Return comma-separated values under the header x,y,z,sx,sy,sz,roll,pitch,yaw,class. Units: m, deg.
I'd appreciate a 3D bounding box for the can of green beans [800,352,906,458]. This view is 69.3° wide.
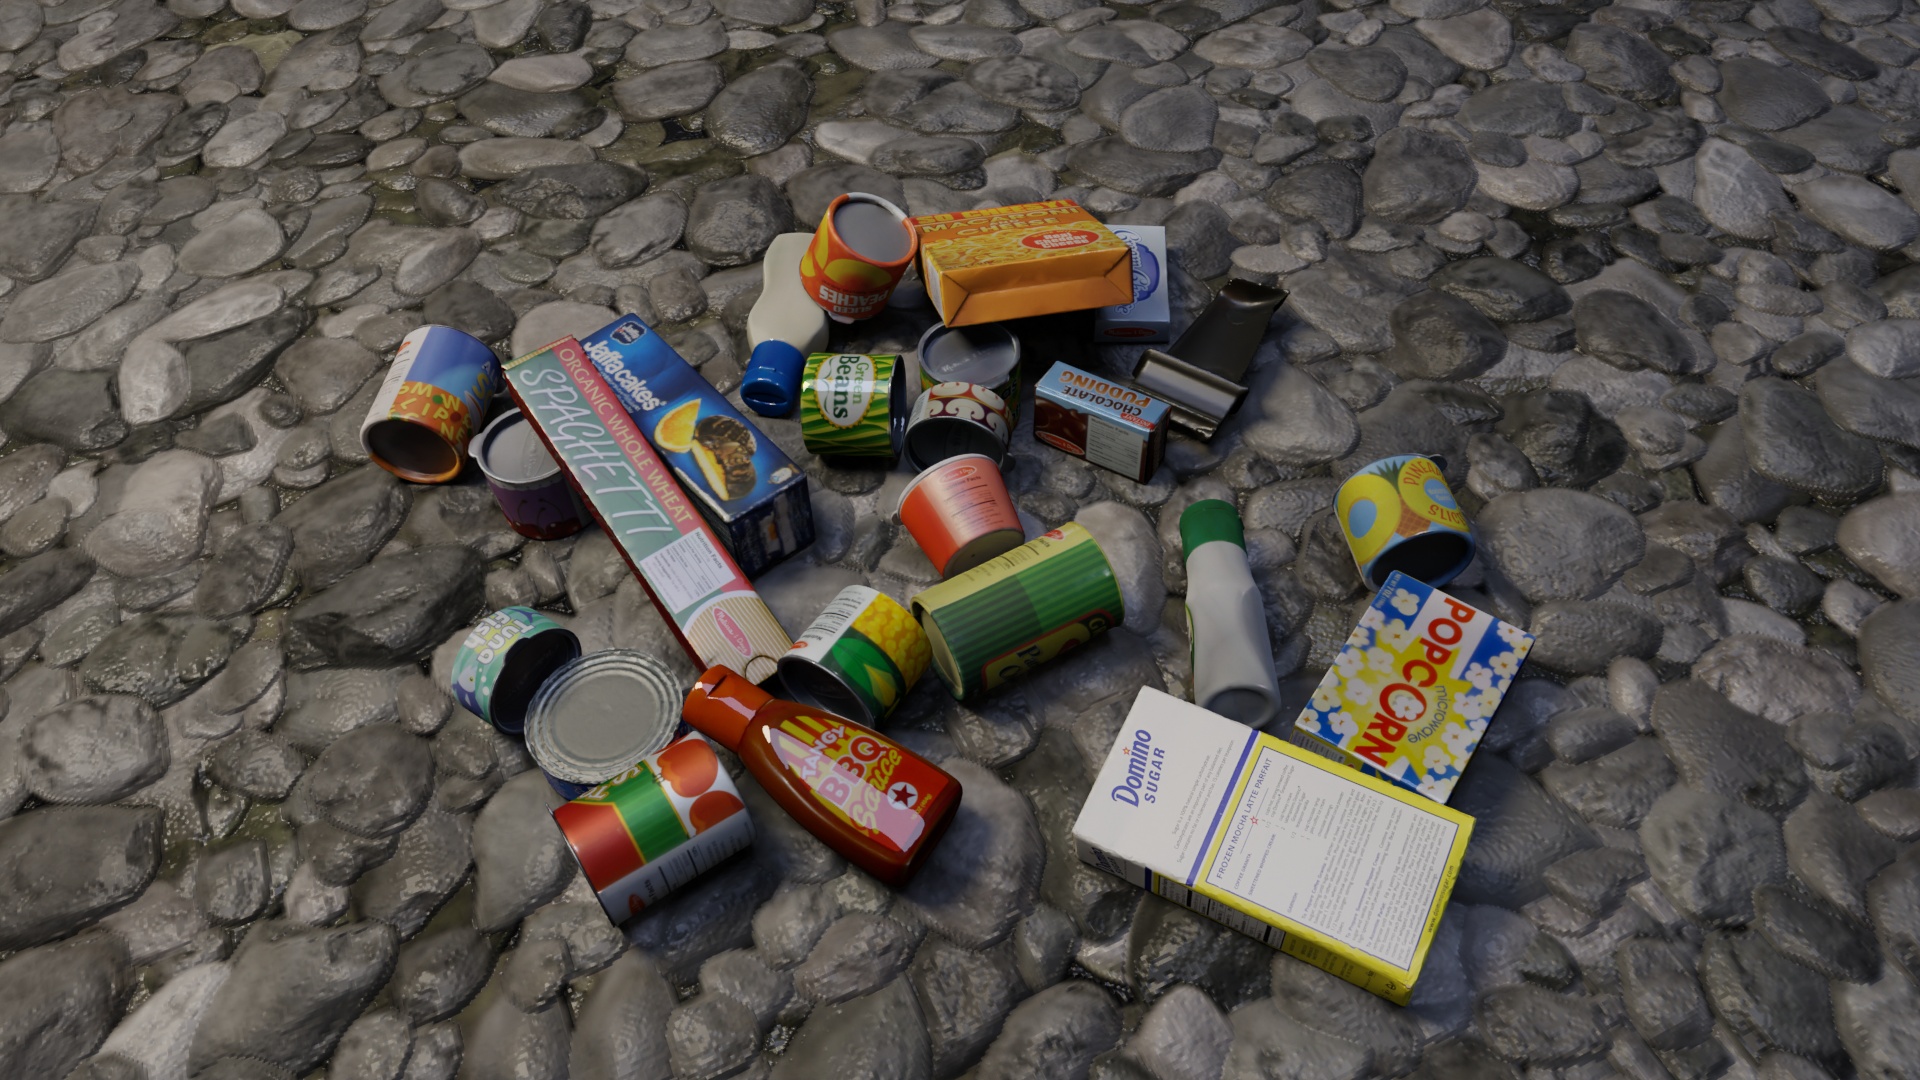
x,y,z,sx,sy,sz,roll,pitch,yaw,class
-0.068,-0.087,0.889,0.058,0.071,0.071,2,51,6,can of green beans

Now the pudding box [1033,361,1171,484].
x,y,z,sx,sy,sz,roll,pitch,yaw,class
0.089,-0.075,0.882,0.084,0.049,0.030,24,55,21,pudding box

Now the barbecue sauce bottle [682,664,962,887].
x,y,z,sx,sy,sz,roll,pitch,yaw,class
-0.076,0.117,0.726,0.149,0.043,0.065,29,53,14,barbecue sauce bottle

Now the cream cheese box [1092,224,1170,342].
x,y,z,sx,sy,sz,roll,pitch,yaw,class
0.120,-0.182,0.983,0.053,0.024,0.104,1,51,3,cream cheese box

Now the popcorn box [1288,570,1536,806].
x,y,z,sx,sy,sz,roll,pitch,yaw,class
0.243,0.085,0.750,0.085,0.038,0.127,29,58,22,popcorn box

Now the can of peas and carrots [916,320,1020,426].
x,y,z,sx,sy,sz,roll,pitch,yaw,class
0.008,-0.102,0.902,0.071,0.058,0.071,-1,52,2,can of peas and carrots

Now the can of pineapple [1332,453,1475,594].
x,y,z,sx,sy,sz,roll,pitch,yaw,class
0.258,-0.009,0.806,0.071,0.070,0.058,-8,52,-3,can of pineapple

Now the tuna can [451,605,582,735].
x,y,z,sx,sy,sz,roll,pitch,yaw,class
-0.246,0.070,0.769,0.033,0.070,0.071,26,57,23,tuna can

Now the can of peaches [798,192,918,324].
x,y,z,sx,sy,sz,roll,pitch,yaw,class
-0.069,-0.191,0.943,0.071,0.057,0.071,14,53,-20,can of peaches

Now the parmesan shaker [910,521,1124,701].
x,y,z,sx,sy,sz,roll,pitch,yaw,class
0.031,0.040,0.784,0.103,0.071,0.071,-25,54,-15,parmesan shaker

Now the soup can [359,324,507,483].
x,y,z,sx,sy,sz,roll,pitch,yaw,class
-0.342,-0.088,0.908,0.071,0.071,0.084,2,52,5,soup can

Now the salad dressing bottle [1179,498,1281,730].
x,y,z,sx,sy,sz,roll,pitch,yaw,class
0.148,0.038,0.783,0.044,0.064,0.148,-15,40,16,salad dressing bottle

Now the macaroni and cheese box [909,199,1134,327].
x,y,z,sx,sy,sz,roll,pitch,yaw,class
0.036,-0.191,0.942,0.124,0.040,0.167,-8,25,-6,macaroni and cheese box

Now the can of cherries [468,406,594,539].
x,y,z,sx,sy,sz,roll,pitch,yaw,class
-0.264,-0.043,0.870,0.071,0.058,0.072,-2,52,2,can of cherries

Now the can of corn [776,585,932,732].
x,y,z,sx,sy,sz,roll,pitch,yaw,class
-0.056,0.069,0.765,0.071,0.070,0.058,26,57,22,can of corn

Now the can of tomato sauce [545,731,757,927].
x,y,z,sx,sy,sz,roll,pitch,yaw,class
-0.156,0.144,0.706,0.083,0.070,0.071,-29,55,-20,can of tomato sauce

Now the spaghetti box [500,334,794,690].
x,y,z,sx,sy,sz,roll,pitch,yaw,class
-0.183,-0.014,0.812,0.050,0.028,0.250,-32,74,-22,spaghetti box

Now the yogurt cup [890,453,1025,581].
x,y,z,sx,sy,sz,roll,pitch,yaw,class
0.003,-0.010,0.826,0.072,0.072,0.054,-22,61,-14,yogurt cup

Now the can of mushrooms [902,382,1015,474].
x,y,z,sx,sy,sz,roll,pitch,yaw,class
0.002,-0.065,0.869,0.071,0.070,0.034,5,51,8,can of mushrooms

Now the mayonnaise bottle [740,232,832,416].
x,y,z,sx,sy,sz,roll,pitch,yaw,class
-0.117,-0.151,0.961,0.065,0.041,0.149,9,53,4,mayonnaise bottle
